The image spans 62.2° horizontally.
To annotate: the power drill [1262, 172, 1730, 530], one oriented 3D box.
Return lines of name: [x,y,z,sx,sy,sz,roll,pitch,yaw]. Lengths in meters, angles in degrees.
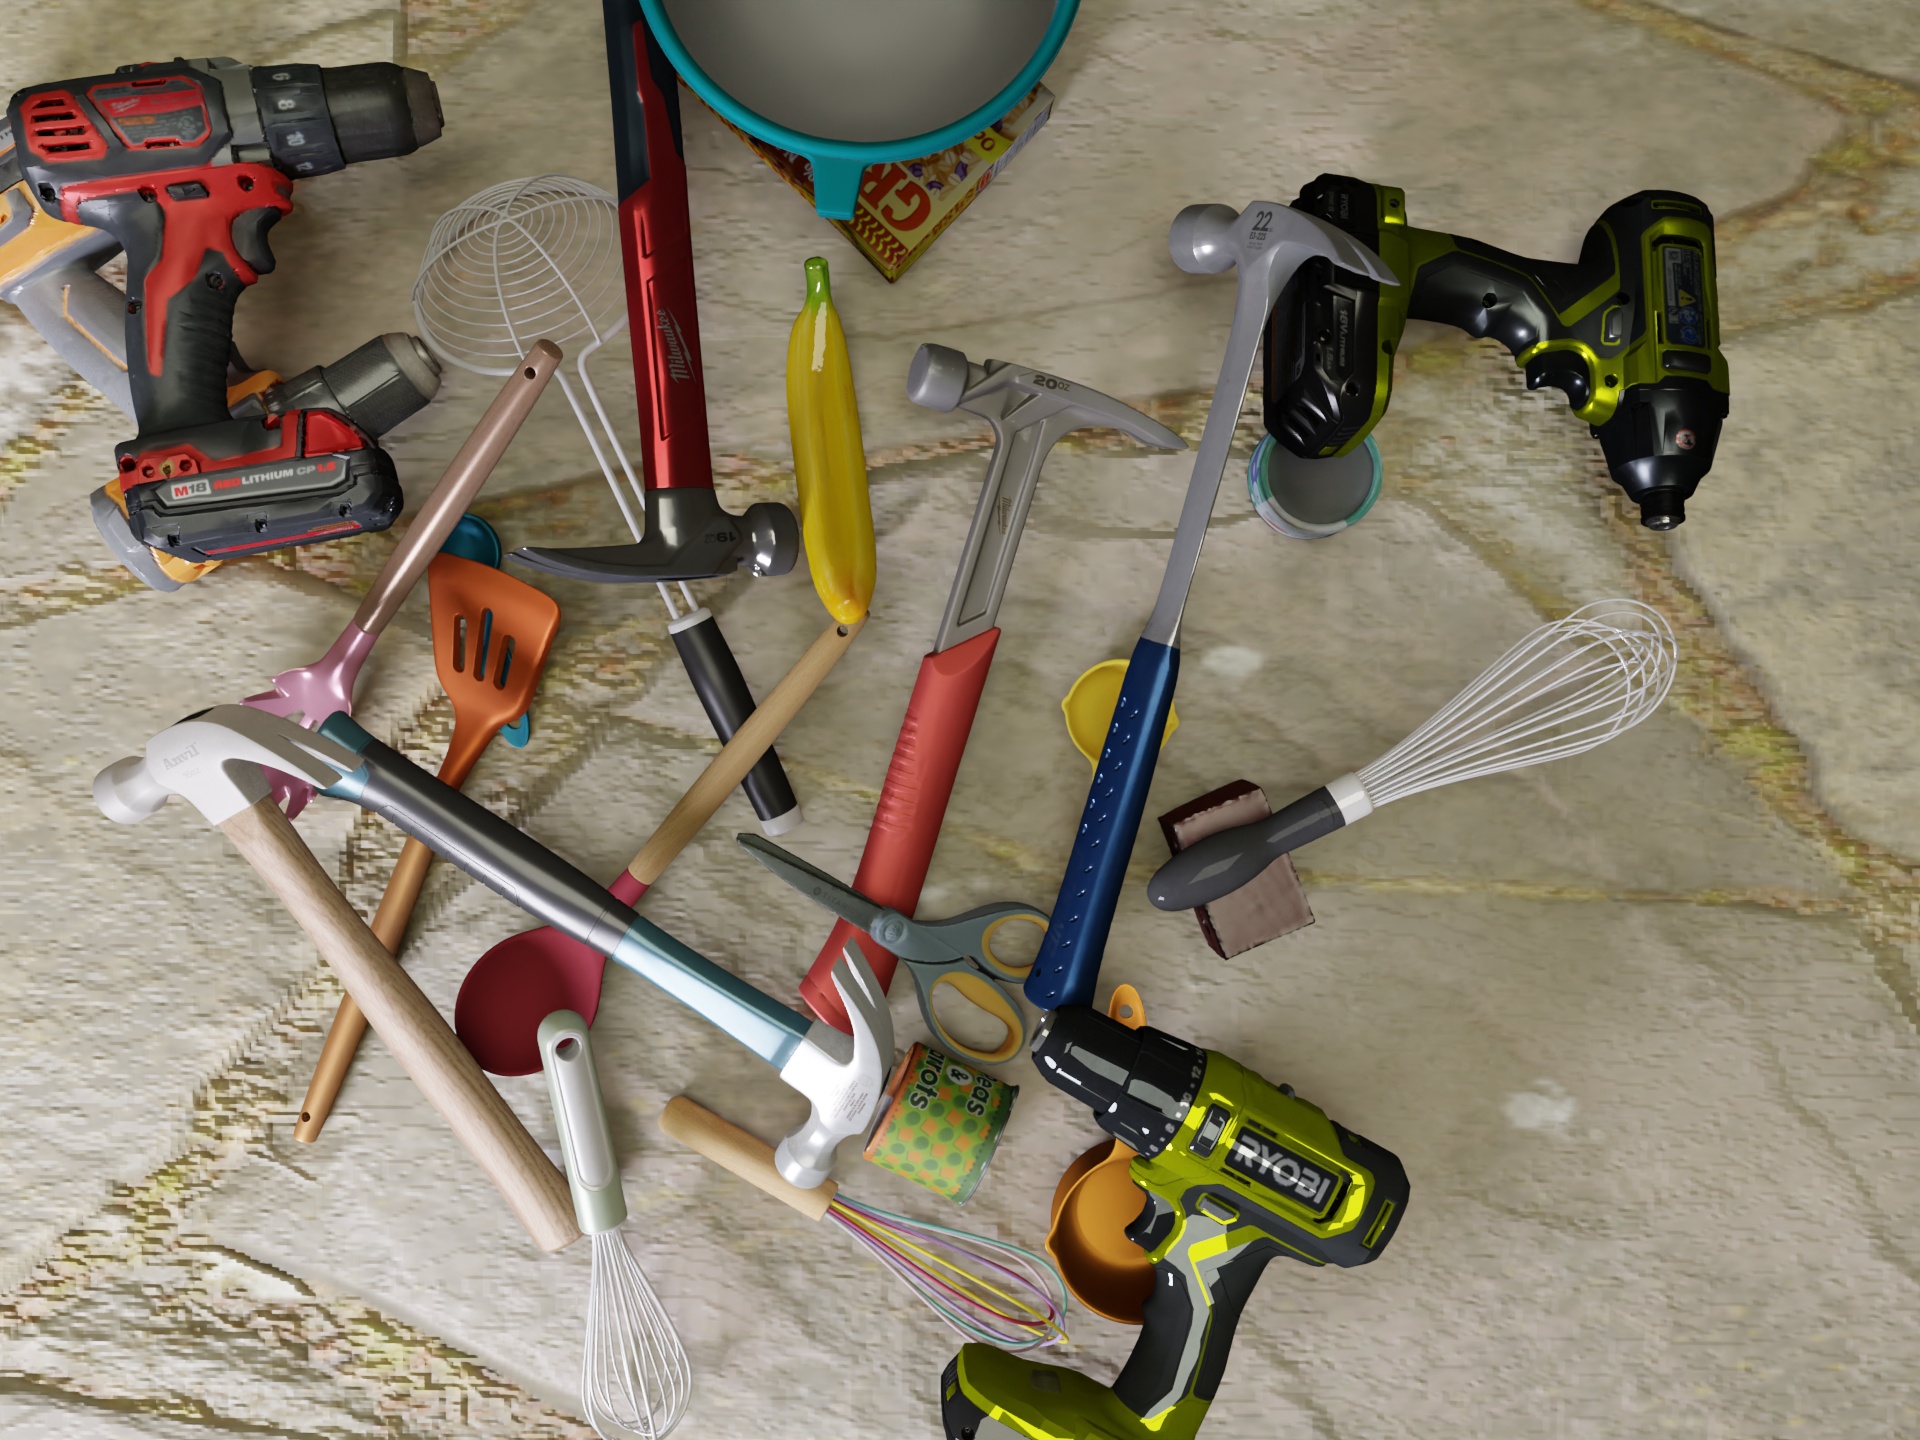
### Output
power drill: [0.271,-0.186,0.796,0.223,0.080,0.171,5,77,-7]

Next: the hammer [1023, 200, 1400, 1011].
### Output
hammer: [0.103,-0.047,0.773,0.035,0.144,0.405,9,101,-29]

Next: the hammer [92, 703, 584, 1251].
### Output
hammer: [-0.288,0.136,0.800,0.130,0.031,0.331,-25,106,25]

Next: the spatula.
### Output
spatula: [-0.292,0.073,0.833,0.081,0.041,0.322,23,92,13]

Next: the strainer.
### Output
strainer: [0.001,-0.402,0.763,0.340,0.095,0.211,-40,94,-3]

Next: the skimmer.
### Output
skimmer: [-0.168,-0.111,0.838,0.127,0.090,0.363,-25,101,-5]

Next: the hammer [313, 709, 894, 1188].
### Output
hammer: [-0.178,0.101,0.789,0.331,0.033,0.128,33,115,-1]

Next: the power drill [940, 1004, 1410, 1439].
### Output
power drill: [0.083,0.266,0.770,0.190,0.080,0.228,29,88,-1]

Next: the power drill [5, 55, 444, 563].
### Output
power drill: [-0.324,-0.201,0.754,0.188,0.080,0.226,-13,93,-13]

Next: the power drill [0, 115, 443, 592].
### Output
power drill: [-0.394,-0.205,0.812,0.185,0.084,0.226,-33,95,-2]

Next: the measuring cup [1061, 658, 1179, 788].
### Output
measuring cup: [0.075,0.044,0.844,0.062,0.029,0.156,10,96,0]

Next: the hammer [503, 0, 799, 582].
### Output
hammer: [-0.164,-0.260,0.770,0.143,0.038,0.386,-6,91,-33]

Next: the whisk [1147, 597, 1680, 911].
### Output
whisk: [0.219,0.022,0.779,0.284,0.070,0.070,-27,91,3]

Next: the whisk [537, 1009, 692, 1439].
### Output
whisk: [-0.181,0.264,0.814,0.058,0.059,0.246,-14,102,-23]

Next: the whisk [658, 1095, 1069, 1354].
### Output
whisk: [-0.049,0.263,0.838,0.245,0.047,0.051,29,92,2]

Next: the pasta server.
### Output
pasta server: [-0.280,-0.062,0.774,0.060,0.040,0.316,39,118,-10]

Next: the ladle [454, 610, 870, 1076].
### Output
ladle: [-0.151,0.060,0.819,0.069,0.031,0.315,40,100,-6]

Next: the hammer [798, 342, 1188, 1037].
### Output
hammer: [-0.001,-0.003,0.827,0.149,0.037,0.359,15,95,-20]

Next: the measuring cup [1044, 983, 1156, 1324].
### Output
measuring cup: [0.088,0.222,0.834,0.095,0.052,0.173,-3,89,0]

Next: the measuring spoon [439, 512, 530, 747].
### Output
measuring spoon: [-0.249,-0.048,0.847,0.042,0.021,0.128,-12,100,12]
